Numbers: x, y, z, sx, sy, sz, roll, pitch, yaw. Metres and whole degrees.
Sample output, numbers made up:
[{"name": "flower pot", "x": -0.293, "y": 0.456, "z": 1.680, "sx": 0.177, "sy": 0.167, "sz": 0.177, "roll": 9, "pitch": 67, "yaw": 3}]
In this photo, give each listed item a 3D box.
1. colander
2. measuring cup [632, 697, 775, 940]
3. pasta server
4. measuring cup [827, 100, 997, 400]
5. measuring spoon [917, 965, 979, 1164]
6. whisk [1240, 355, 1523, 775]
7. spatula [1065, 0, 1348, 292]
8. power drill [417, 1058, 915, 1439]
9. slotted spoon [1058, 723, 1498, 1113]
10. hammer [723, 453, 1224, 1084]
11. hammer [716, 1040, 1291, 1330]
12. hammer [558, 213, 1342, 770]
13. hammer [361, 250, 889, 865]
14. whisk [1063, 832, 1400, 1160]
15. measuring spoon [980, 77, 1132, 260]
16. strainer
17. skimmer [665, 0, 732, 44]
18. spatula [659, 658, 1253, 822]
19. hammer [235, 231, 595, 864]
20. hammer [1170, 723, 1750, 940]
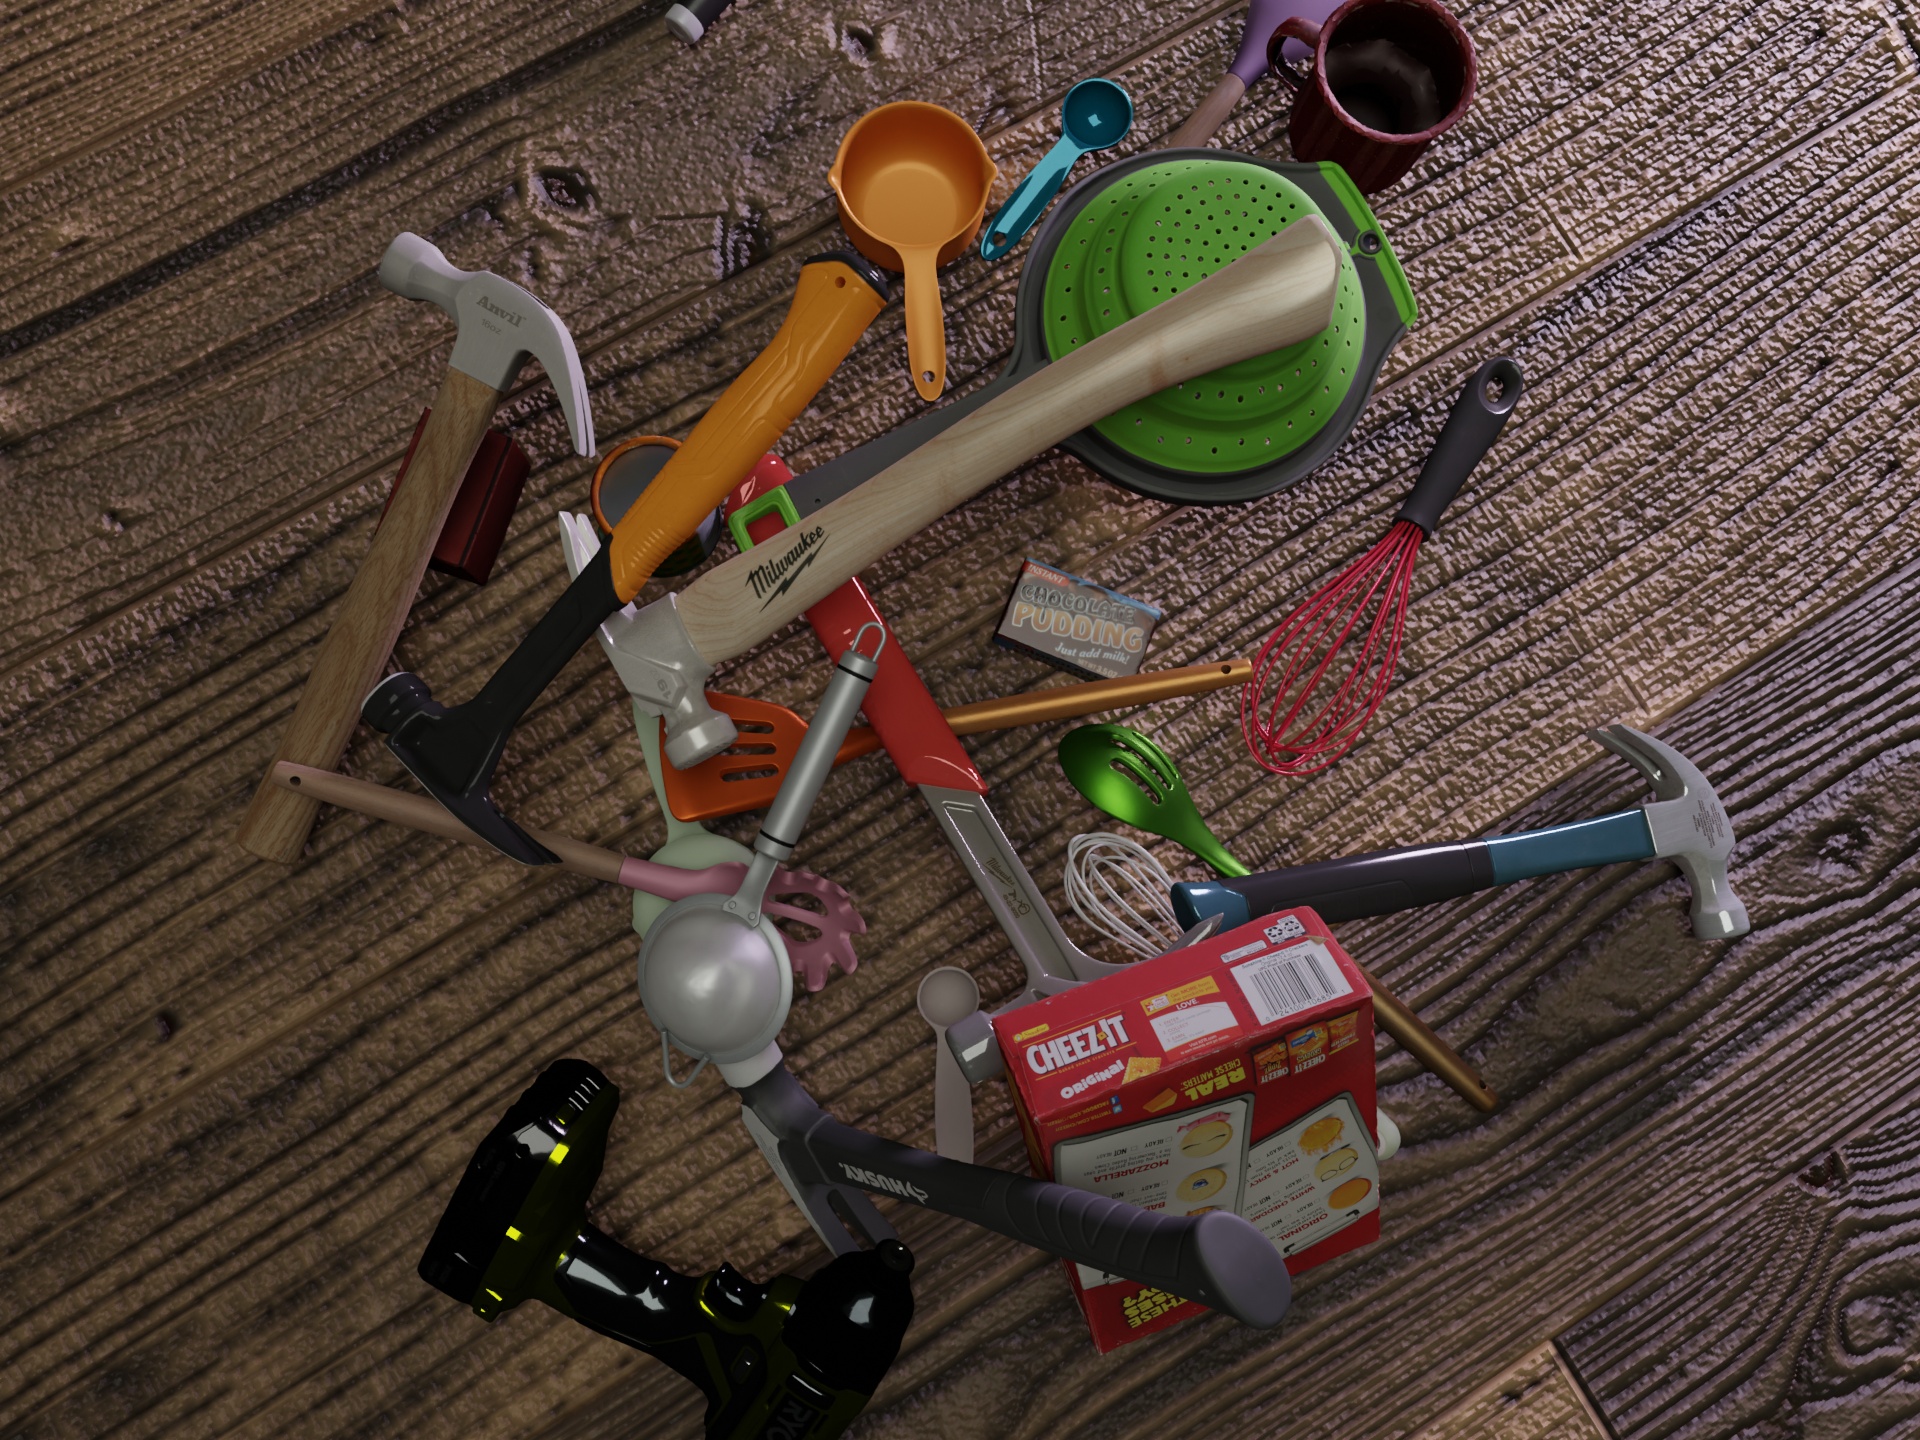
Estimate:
[{"name": "colander", "x": 0.060, "y": -0.185, "z": 0.824, "sx": 0.397, "sy": 0.094, "sz": 0.204, "roll": -27, "pitch": 85, "yaw": -5}, {"name": "measuring cup", "x": -0.152, "y": 0.056, "z": 0.862, "sx": 0.083, "sy": 0.038, "sz": 0.167, "roll": -16, "pitch": 86, "yaw": -6}, {"name": "pasta server", "x": -0.202, "y": 0.071, "z": 0.818, "sx": 0.316, "sy": 0.040, "sz": 0.060, "roll": 16, "pitch": 95, "yaw": -2}, {"name": "measuring cup", "x": -0.025, "y": -0.260, "z": 0.909, "sx": 0.095, "sy": 0.052, "sz": 0.174, "roll": -4, "pitch": 84, "yaw": -4}, {"name": "measuring spoon", "x": -0.005, "y": 0.195, "z": 0.869, "sx": 0.034, "sy": 0.018, "sz": 0.124, "roll": -2, "pitch": 89, "yaw": -4}, {"name": "whisk", "x": 0.246, "y": -0.093, "z": 0.902, "sx": 0.073, "sy": 0.073, "sz": 0.296, "roll": 34, "pitch": 75, "yaw": 1}, {"name": "spatula", "x": 0.151, "y": -0.360, "z": 0.949, "sx": 0.060, "sy": 0.018, "sz": 0.316, "roll": 38, "pitch": 81, "yaw": -2}, {"name": "power drill", "x": -0.139, "y": 0.274, "z": 0.789, "sx": 0.223, "sy": 0.080, "sz": 0.171, "roll": 32, "pitch": 115, "yaw": 2}, {"name": "slotted spoon", "x": 0.180, "y": 0.108, "z": 0.878, "sx": 0.314, "sy": 0.031, "sz": 0.070, "roll": 42, "pitch": 41, "yaw": -2}, {"name": "hammer", "x": -0.017, "y": 0.000, "z": 0.835, "sx": 0.149, "sy": 0.036, "sz": 0.359, "roll": -29, "pitch": 70, "yaw": -8}, {"name": "hammer", "x": 0.011, "y": 0.220, "z": 0.722, "sx": 0.035, "sy": 0.335, "sz": 0.146, "roll": -38, "pitch": 111, "yaw": -34}, {"name": "hammer", "x": -0.006, "y": -0.135, "z": 0.788, "sx": 0.410, "sy": 0.038, "sz": 0.146, "roll": -29, "pitch": 89, "yaw": 11}, {"name": "hammer", "x": -0.148, "y": -0.086, "z": 0.779, "sx": 0.127, "sy": 0.034, "sz": 0.337, "roll": 42, "pitch": 96, "yaw": 12}, {"name": "whisk", "x": 0.149, "y": 0.151, "z": 0.869, "sx": 0.246, "sy": 0.059, "sz": 0.057, "roll": 44, "pitch": 120, "yaw": -1}, {"name": "measuring spoon", "x": 0.053, "y": -0.322, "z": 0.942, "sx": 0.042, "sy": 0.021, "sz": 0.128, "roll": 38, "pitch": 91, "yaw": 1}, {"name": "strainer", "x": -0.097, "y": 0.068, "z": 0.782, "sx": 0.087, "sy": 0.050, "sz": 0.258, "roll": 26, "pitch": 92, "yaw": 16}, {"name": "skimmer", "x": -0.040, "y": -0.538, "z": 0.925, "sx": 0.127, "sy": 0.090, "sz": 0.363, "roll": 42, "pitch": 83, "yaw": -29}, {"name": "spatula", "x": -0.001, "y": -0.003, "z": 0.865, "sx": 0.322, "sy": 0.041, "sz": 0.081, "roll": -10, "pitch": 67, "yaw": 4}, {"name": "hammer", "x": -0.295, "y": -0.073, "z": 0.827, "sx": 0.130, "sy": 0.031, "sz": 0.331, "roll": 27, "pitch": 99, "yaw": -1}, {"name": "hammer", "x": 0.273, "y": 0.082, "z": 0.867, "sx": 0.331, "sy": 0.033, "sz": 0.128, "roll": -9, "pitch": 82, "yaw": -14}]
